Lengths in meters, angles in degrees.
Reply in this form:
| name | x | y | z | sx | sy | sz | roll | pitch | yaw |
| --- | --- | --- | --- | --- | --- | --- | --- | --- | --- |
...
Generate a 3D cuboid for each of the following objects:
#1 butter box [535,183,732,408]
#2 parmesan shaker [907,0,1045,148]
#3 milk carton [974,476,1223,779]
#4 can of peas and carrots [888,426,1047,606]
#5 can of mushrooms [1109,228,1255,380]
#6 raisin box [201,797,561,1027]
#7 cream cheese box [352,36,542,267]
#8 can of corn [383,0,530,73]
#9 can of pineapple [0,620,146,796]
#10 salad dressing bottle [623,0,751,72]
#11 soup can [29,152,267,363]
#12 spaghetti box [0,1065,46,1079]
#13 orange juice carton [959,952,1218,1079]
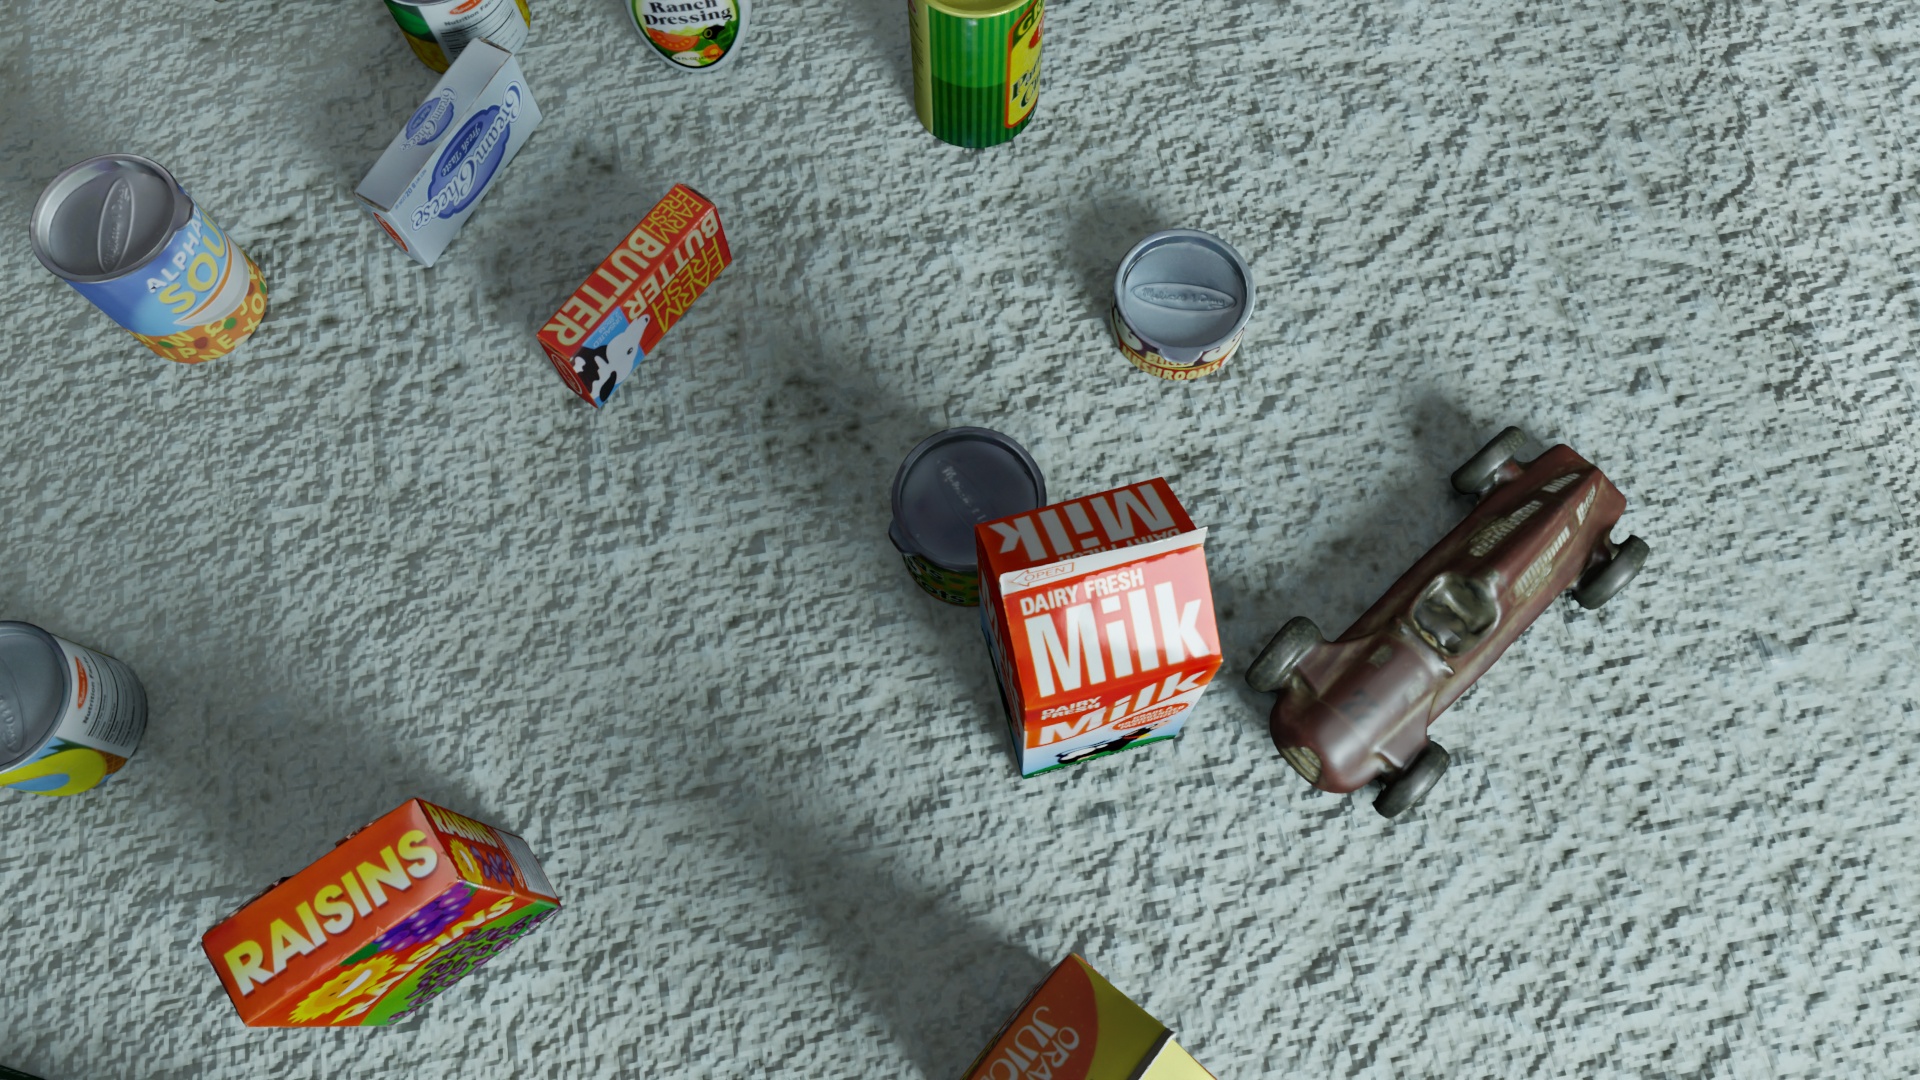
| name | x | y | z | sx | sy | sz | roll | pitch | yaw |
| --- | --- | --- | --- | --- | --- | --- | --- | --- | --- |
| butter box | -0.153 | -0.116 | 0.660 | 0.024 | 0.053 | 0.104 | 35 | 75 | 12 |
| parmesan shaker | 0.008 | -0.250 | 0.677 | 0.071 | 0.102 | 0.071 | 0 | 71 | 1 |
| milk carton | 0.049 | 0.034 | 0.531 | 0.072 | 0.190 | 0.073 | -14 | 72 | -4 |
| can of peas and carrots | 0.002 | -0.008 | 0.616 | 0.071 | 0.058 | 0.071 | 0 | 71 | 1 |
| can of mushrooms | 0.105 | -0.110 | 0.663 | 0.071 | 0.033 | 0.071 | 0 | 71 | 1 |
| raisin box | -0.214 | 0.145 | 0.532 | 0.086 | 0.123 | 0.040 | -34 | 74 | -10 |
| cream cheese box | -0.251 | -0.192 | 0.688 | 0.024 | 0.053 | 0.104 | 26 | 73 | 10 |
| can of corn | -0.264 | -0.286 | 0.718 | 0.071 | 0.058 | 0.071 | 0 | 71 | 1 |
| can of pineapple | -0.399 | 0.074 | 0.595 | 0.071 | 0.057 | 0.071 | 0 | 71 | 1 |
| salad dressing bottle | -0.139 | -0.289 | 0.670 | 0.064 | 0.147 | 0.044 | -5 | 71 | 0 |
| soup can | -0.374 | -0.130 | 0.652 | 0.071 | 0.083 | 0.071 | 0 | 71 | 1 |
| spaghetti box | -0.358 | 0.233 | 0.543 | 0.250 | 0.050 | 0.029 | 14 | 72 | 6 |
| orange juice carton | 0.040 | 0.194 | 0.474 | 0.073 | 0.192 | 0.072 | 39 | 76 | 13 |
